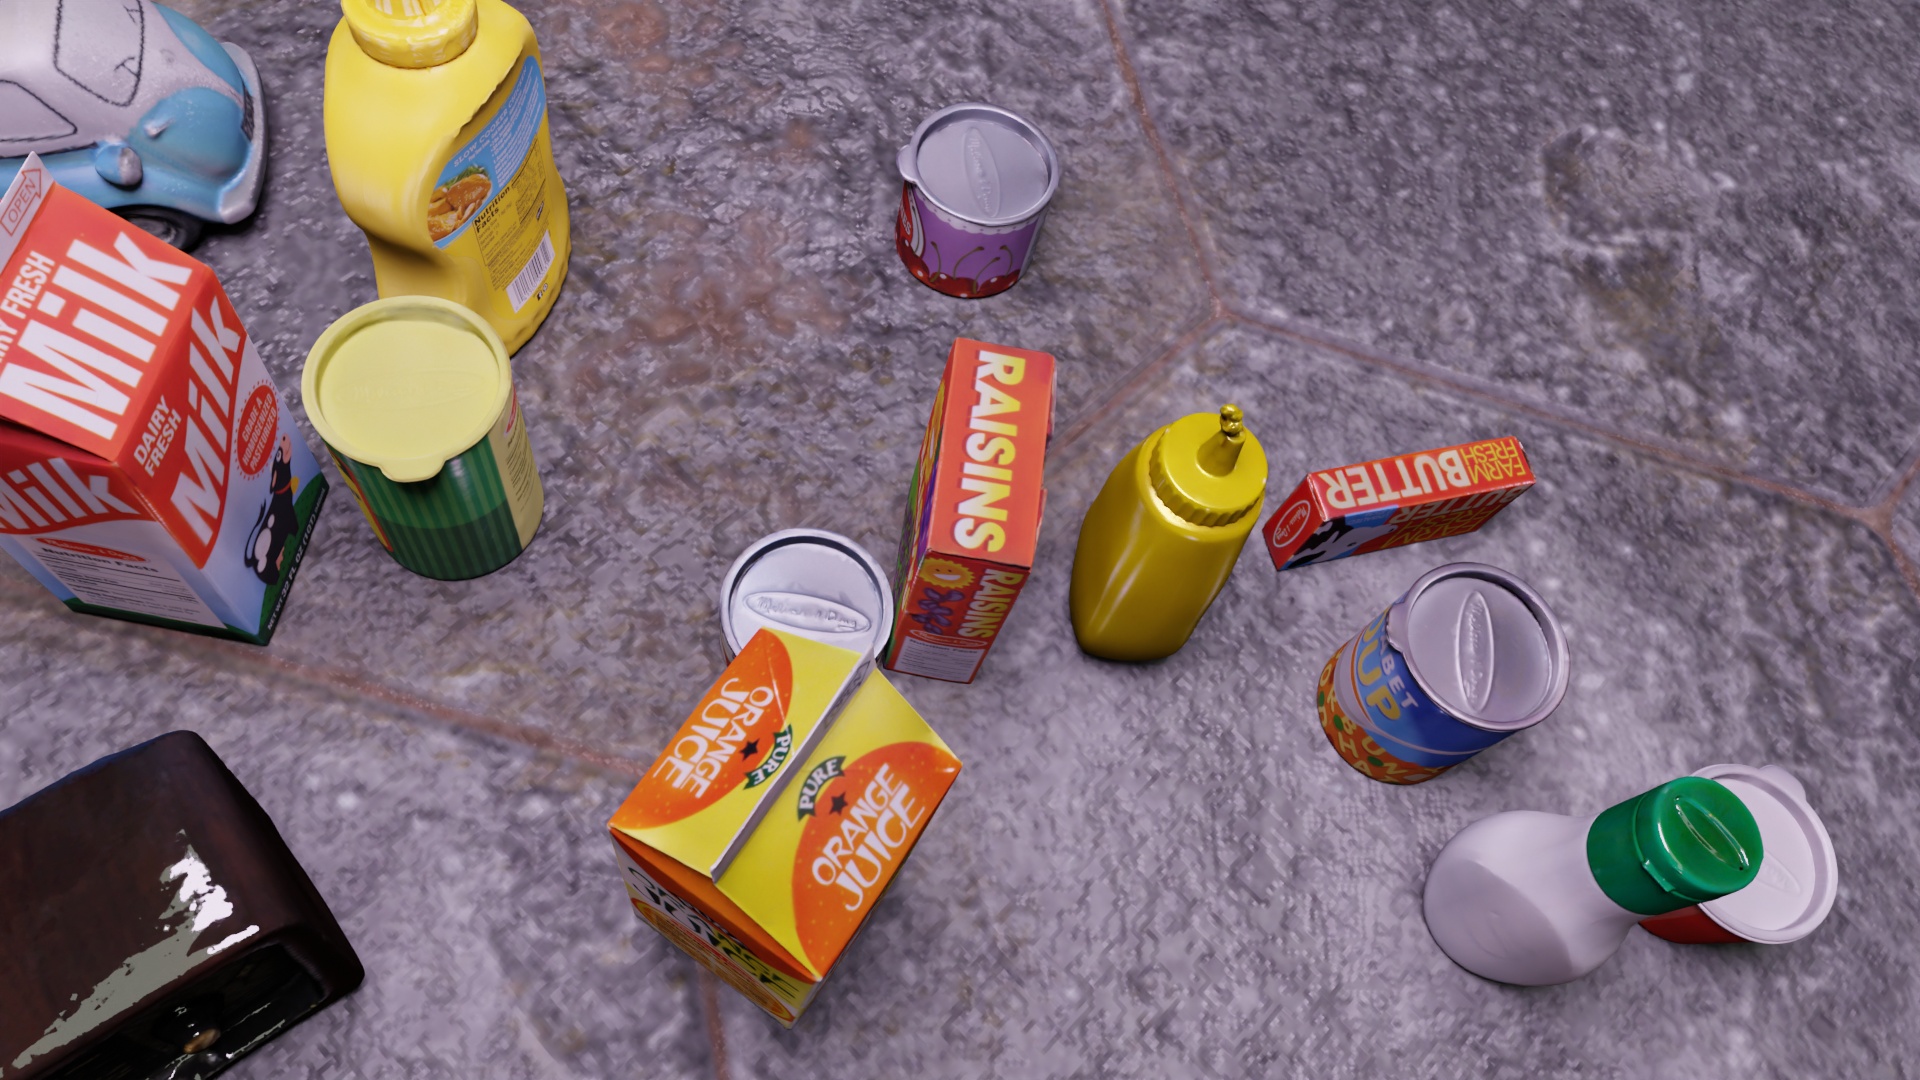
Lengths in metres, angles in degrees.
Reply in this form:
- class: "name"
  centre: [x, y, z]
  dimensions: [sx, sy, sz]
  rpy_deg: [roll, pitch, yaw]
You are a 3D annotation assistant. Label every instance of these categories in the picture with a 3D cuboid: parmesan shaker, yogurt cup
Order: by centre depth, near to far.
- class: "parmesan shaker"
  centre: [-0.192, -0.031, 0.507]
  dimensions: [0.071, 0.102, 0.071]
  rpy_deg: [4, 65, -8]
- class: "yogurt cup"
  centre: [0.296, 0.128, 0.548]
  dimensions: [0.072, 0.053, 0.072]
  rpy_deg: [4, 65, -8]

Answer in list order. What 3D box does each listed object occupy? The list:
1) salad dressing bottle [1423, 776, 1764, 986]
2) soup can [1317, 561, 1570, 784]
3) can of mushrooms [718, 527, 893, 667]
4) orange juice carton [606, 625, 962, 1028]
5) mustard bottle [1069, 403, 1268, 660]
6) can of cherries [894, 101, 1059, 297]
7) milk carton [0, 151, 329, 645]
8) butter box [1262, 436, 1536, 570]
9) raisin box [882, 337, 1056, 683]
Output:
- class: "salad dressing bottle"
  centre: [0.216, 0.119, 0.486]
  dimensions: [0.044, 0.147, 0.064]
  rpy_deg: [-34, 76, -22]
- class: "soup can"
  centre: [0.184, 0.054, 0.546]
  dimensions: [0.071, 0.083, 0.071]
  rpy_deg: [4, 65, -8]
- class: "can of mushrooms"
  centre: [-0.061, 0.033, 0.539]
  dimensions: [0.071, 0.033, 0.071]
  rpy_deg: [4, 65, -8]
- class: "orange juice carton"
  centre: [-0.055, 0.090, 0.425]
  dimensions: [0.073, 0.191, 0.072]
  rpy_deg: [34, 65, 6]
- class: "mustard bottle"
  centre: [0.078, -0.006, 0.512]
  dimensions: [0.049, 0.159, 0.065]
  rpy_deg: [6, 65, -7]
- class: "can of cherries"
  centre: [0.003, -0.152, 0.622]
  dimensions: [0.071, 0.058, 0.072]
  rpy_deg: [4, 65, -8]
- class: "milk carton"
  centre: [-0.273, -0.037, 0.447]
  dimensions: [0.073, 0.189, 0.072]
  rpy_deg: [11, 64, -5]
- class: "butter box"
  centre: [0.187, -0.016, 0.595]
  dimensions: [0.104, 0.053, 0.024]
  rpy_deg: [-10, 68, -14]
- class: "raisin box"
  centre: [0.002, -0.007, 0.519]
  dimensions: [0.040, 0.123, 0.086]
  rpy_deg: [11, 64, -5]
